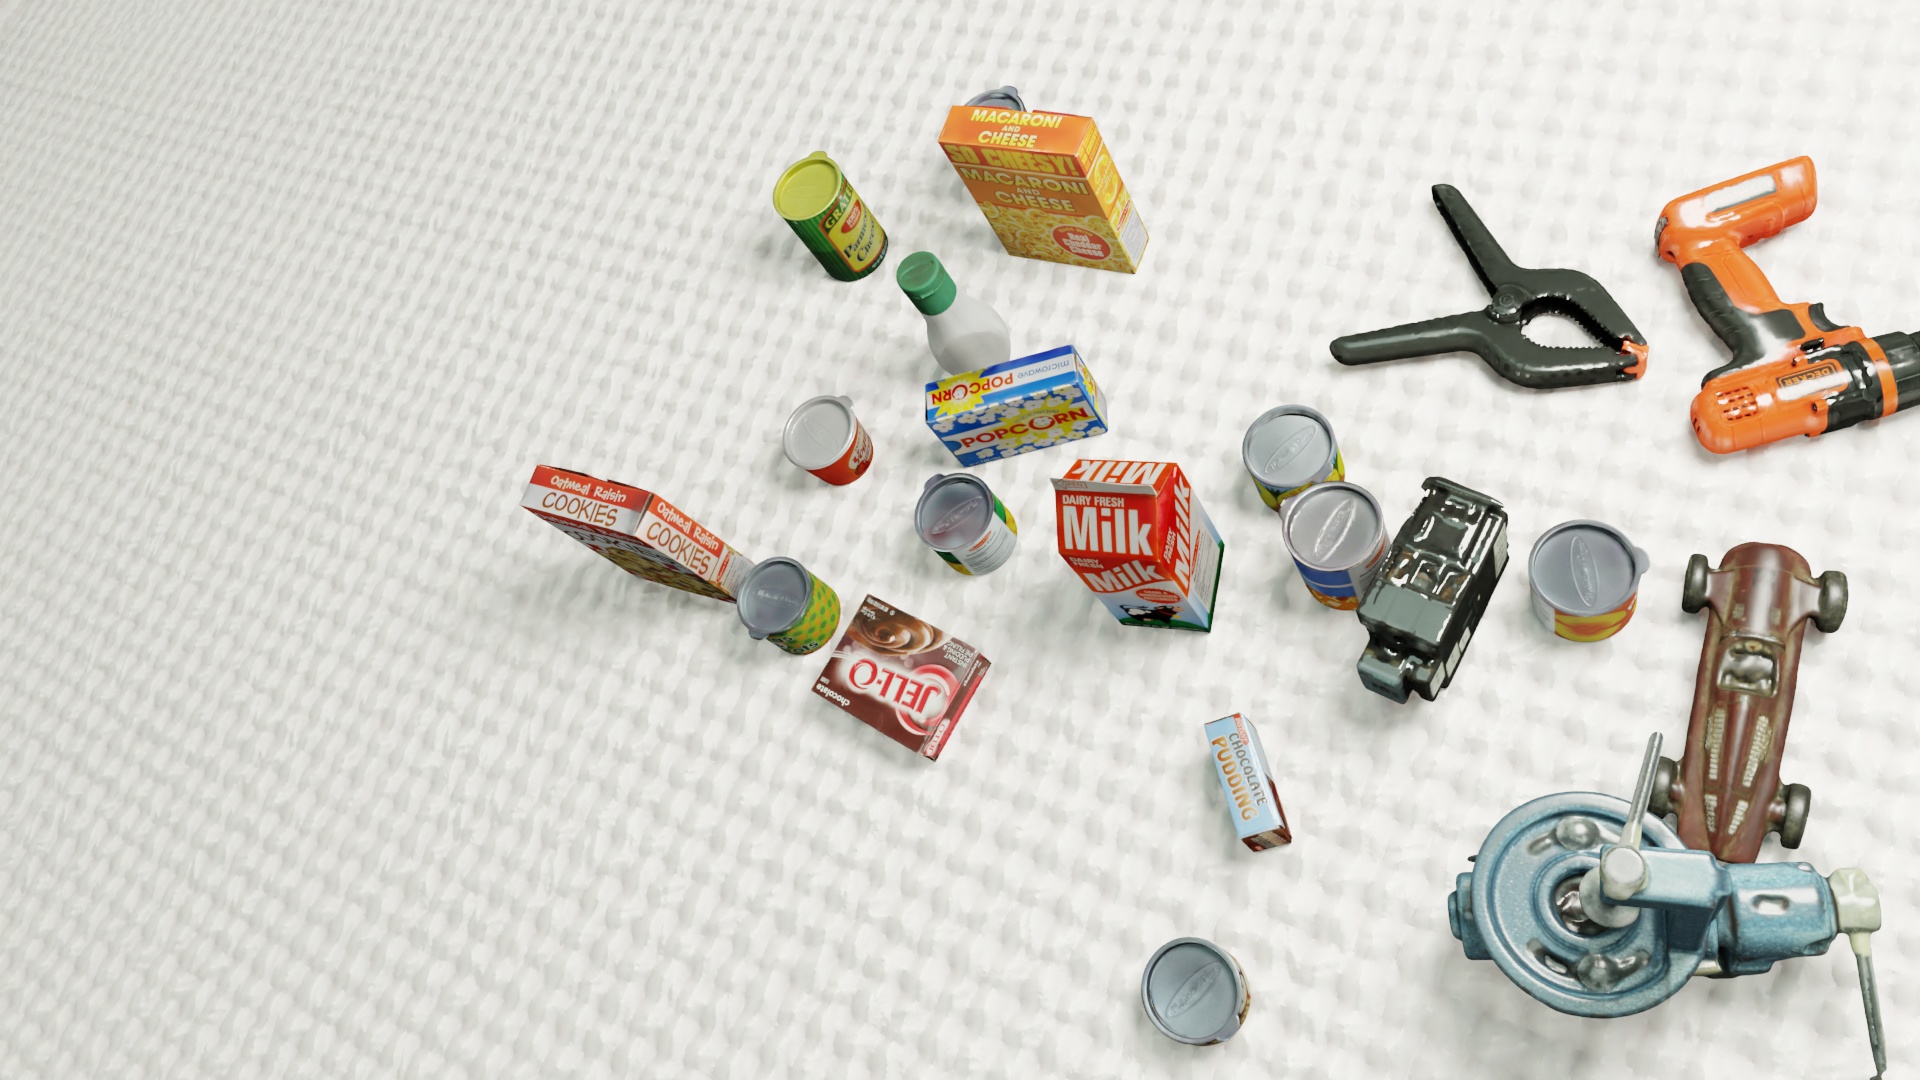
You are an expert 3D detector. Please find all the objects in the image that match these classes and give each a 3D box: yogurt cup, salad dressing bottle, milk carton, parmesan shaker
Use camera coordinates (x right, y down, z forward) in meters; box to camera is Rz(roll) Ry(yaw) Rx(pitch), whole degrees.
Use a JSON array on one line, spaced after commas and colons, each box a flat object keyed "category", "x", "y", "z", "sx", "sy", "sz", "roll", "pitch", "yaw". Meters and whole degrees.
[{"category": "yogurt cup", "x": -0.109, "y": -0.081, "z": 1.173, "sx": 0.072, "sy": 0.054, "sz": 0.072, "roll": -9, "pitch": 65, "yaw": 20}, {"category": "salad dressing bottle", "x": -0.006, "y": -0.178, "z": 1.117, "sx": 0.064, "sy": 0.147, "sz": 0.044, "roll": -23, "pitch": 61, "yaw": 13}, {"category": "milk carton", "x": 0.123, "y": -0.002, "z": 0.959, "sx": 0.072, "sy": 0.190, "sz": 0.073, "roll": 4, "pitch": 70, "yaw": 25}, {"category": "parmesan shaker", "x": -0.113, "y": -0.287, "z": 1.237, "sx": 0.071, "sy": 0.103, "sz": 0.071, "roll": -9, "pitch": 65, "yaw": 20}]

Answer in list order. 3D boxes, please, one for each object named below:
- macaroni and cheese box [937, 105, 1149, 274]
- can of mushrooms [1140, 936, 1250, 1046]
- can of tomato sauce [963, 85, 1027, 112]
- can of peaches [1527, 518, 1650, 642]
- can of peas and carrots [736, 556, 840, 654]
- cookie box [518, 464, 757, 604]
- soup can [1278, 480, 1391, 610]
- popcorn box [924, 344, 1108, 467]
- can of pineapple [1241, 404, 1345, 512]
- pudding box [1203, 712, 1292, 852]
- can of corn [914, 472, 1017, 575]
[{"category": "macaroni and cheese box", "x": 0.070, "y": -0.282, "z": 1.120, "sx": 0.124, "sy": 0.166, "sz": 0.040, "roll": 14, "pitch": 75, "yaw": 28}, {"category": "can of mushrooms", "x": 0.155, "y": 0.296, "z": 0.905, "sx": 0.071, "sy": 0.033, "sz": 0.071, "roll": -9, "pitch": 65, "yaw": 20}, {"category": "can of tomato sauce", "x": 0.039, "y": -0.341, "z": 1.208, "sx": 0.071, "sy": 0.083, "sz": 0.071, "roll": -9, "pitch": 65, "yaw": 20}, {"category": "can of peaches", "x": 0.407, "y": 0.027, "z": 0.902, "sx": 0.071, "sy": 0.058, "sz": 0.071, "roll": -9, "pitch": 65, "yaw": 20}, {"category": "can of peas and carrots", "x": -0.138, "y": 0.056, "z": 1.122, "sx": 0.071, "sy": 0.058, "sz": 0.071, "roll": -9, "pitch": 65, "yaw": 20}, {"category": "cookie box", "x": -0.258, "y": -0.003, "z": 1.136, "sx": 0.123, "sy": 0.167, "sz": 0.040, "roll": 13, "pitch": 74, "yaw": 27}, {"category": "soup can", "x": 0.261, "y": 0.004, "z": 0.960, "sx": 0.071, "sy": 0.083, "sz": 0.071, "roll": -9, "pitch": 65, "yaw": 20}, {"category": "popcorn box", "x": 0.045, "y": -0.105, "z": 1.099, "sx": 0.126, "sy": 0.085, "sz": 0.038, "roll": -13, "pitch": 64, "yaw": 18}, {"category": "can of pineapple", "x": 0.244, "y": -0.056, "z": 1.009, "sx": 0.071, "sy": 0.057, "sz": 0.071, "roll": -9, "pitch": 65, "yaw": 20}, {"category": "pudding box", "x": 0.194, "y": 0.163, "z": 0.938, "sx": 0.030, "sy": 0.049, "sz": 0.084, "roll": -21, "pitch": 61, "yaw": 14}, {"category": "can of corn", "x": 0.004, "y": -0.014, "z": 1.092, "sx": 0.071, "sy": 0.058, "sz": 0.071, "roll": -9, "pitch": 65, "yaw": 20}]
